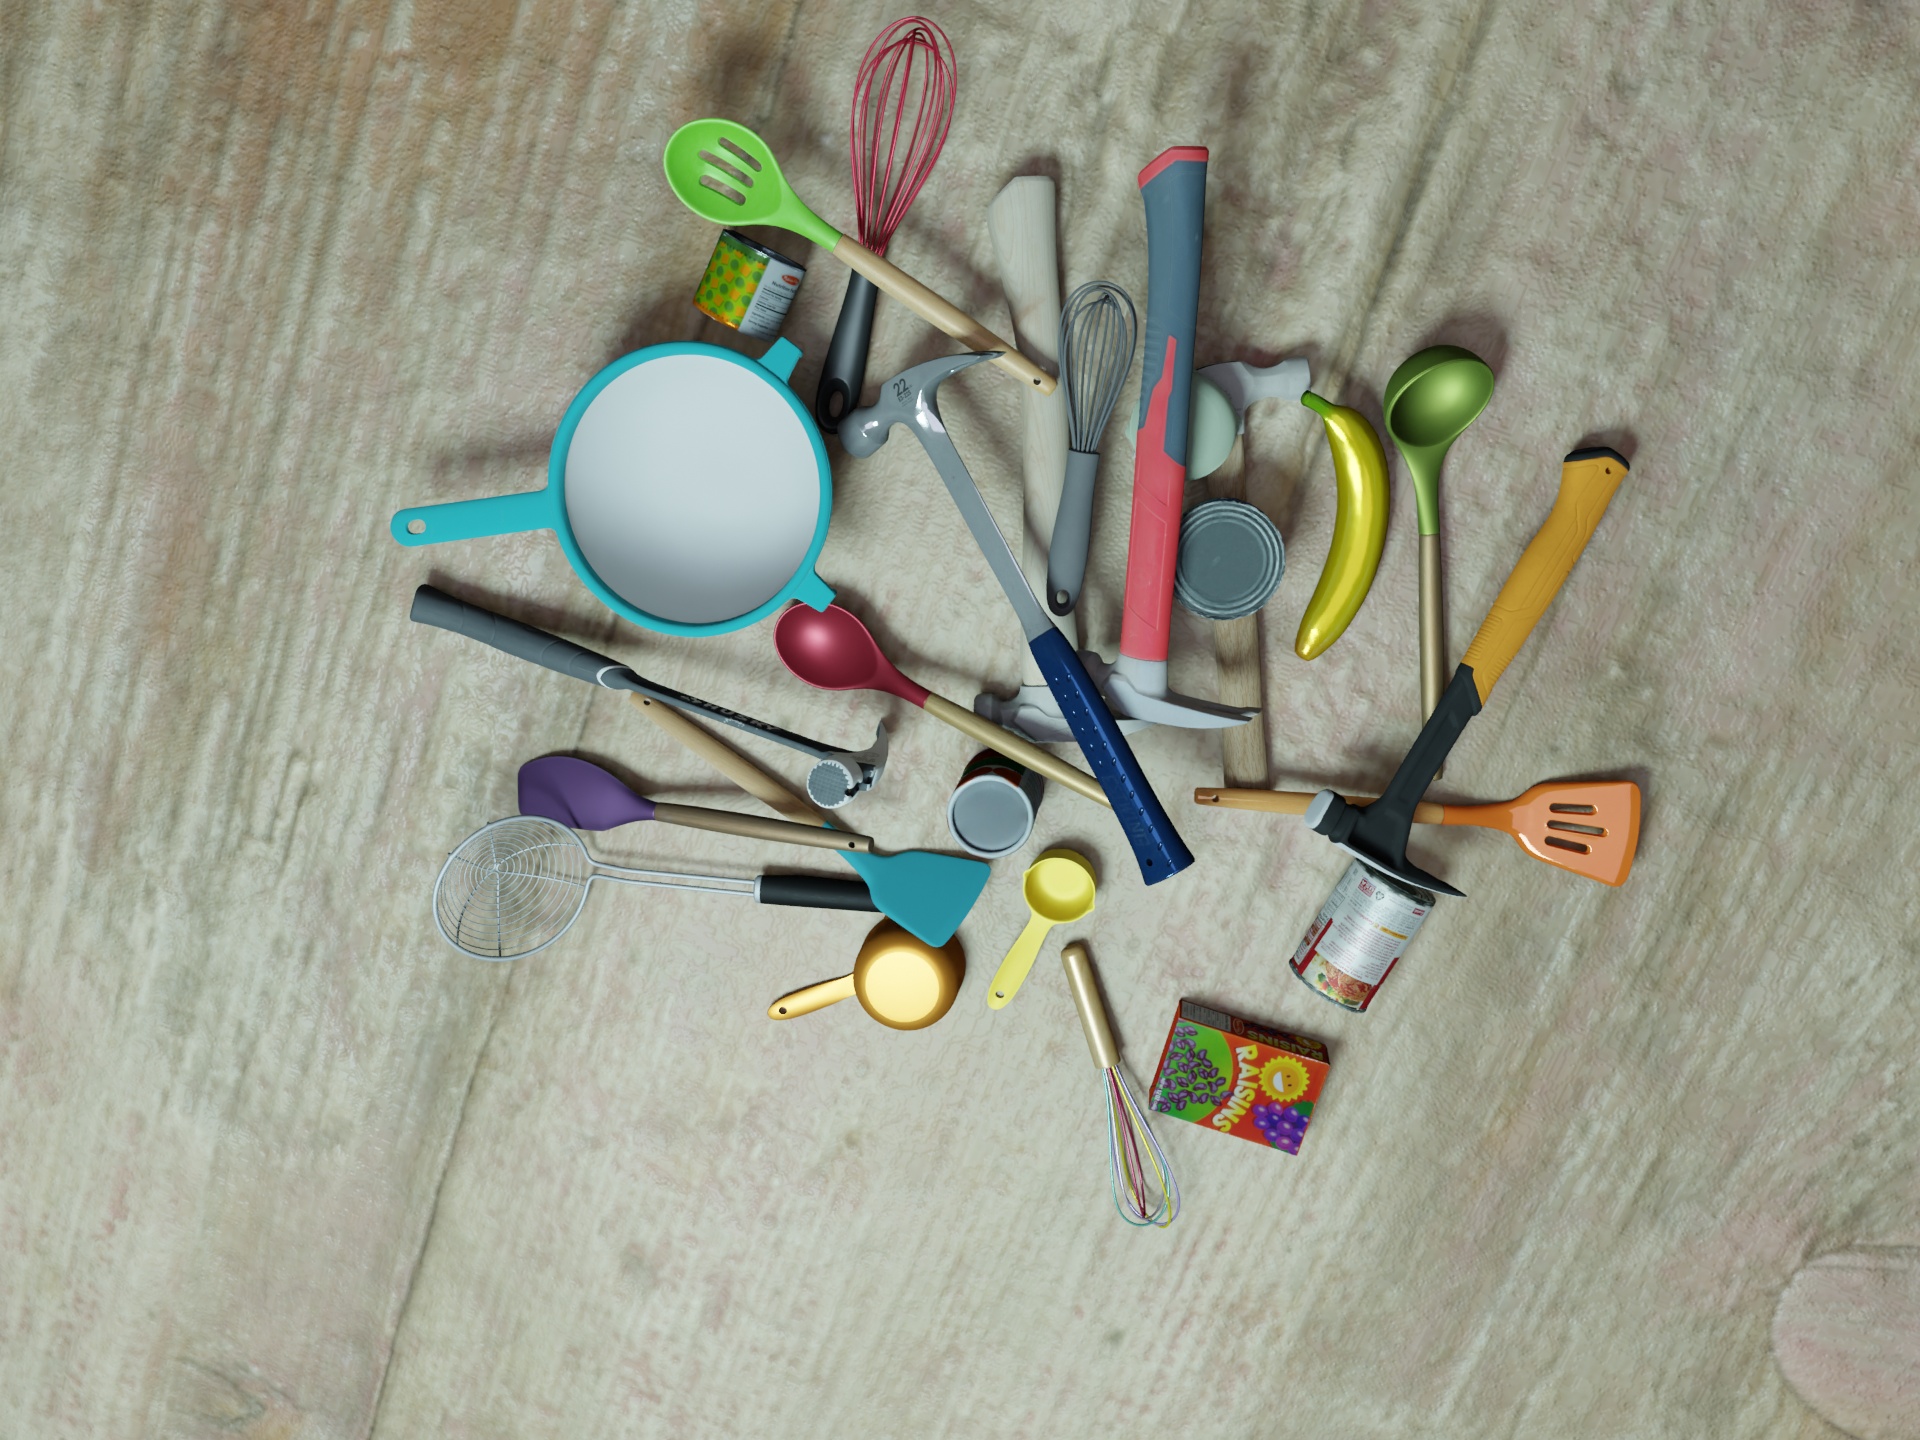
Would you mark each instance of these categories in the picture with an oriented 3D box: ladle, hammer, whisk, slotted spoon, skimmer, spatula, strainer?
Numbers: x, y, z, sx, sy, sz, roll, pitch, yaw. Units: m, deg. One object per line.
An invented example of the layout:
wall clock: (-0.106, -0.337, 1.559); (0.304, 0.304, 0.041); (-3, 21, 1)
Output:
ladle: (0.344, -0.107, 1.144); (0.078, 0.062, 0.320); (-8, 105, -11)
hammer: (0.056, -0.072, 1.126); (0.144, 0.035, 0.405); (-31, 86, 38)
whisk: (-0.062, -0.349, 1.143); (0.073, 0.073, 0.295); (17, 111, 3)
whisk: (0.122, 0.296, 1.276); (0.051, 0.047, 0.245); (-18, 96, 0)
slotted spoon: (-0.065, -0.318, 1.115); (0.313, 0.031, 0.070); (32, 118, -8)
skimmer: (-0.225, 0.142, 1.255); (0.363, 0.090, 0.127); (4, 113, 4)
hammer: (0.200, -0.096, 1.177); (0.130, 0.031, 0.331); (-4, 103, 8)
whisk: (0.085, -0.189, 1.129); (0.055, 0.055, 0.239); (9, 107, 6)
hammer: (0.383, -0.039, 1.135); (0.127, 0.034, 0.337); (29, 95, -8)
spatula: (-0.215, 0.073, 1.250); (0.316, 0.018, 0.059); (8, 104, 19)
hammer: (0.150, -0.183, 1.075); (0.143, 0.038, 0.386); (13, 113, 26)
hammer: (0.072, -0.186, 1.171); (0.146, 0.038, 0.410); (-2, 102, 7)
ladle: (-0.002, -0.004, 1.191); (0.315, 0.031, 0.069); (28, 113, 15)
strainer: (-0.251, -0.165, 1.191); (0.340, 0.095, 0.211); (-6, 99, 11)
spatula: (-0.128, 0.065, 1.251); (0.317, 0.044, 0.082); (34, 62, 2)
hammer: (-0.244, -0.029, 1.219); (0.409, 0.149, 0.036); (20, 105, 12)
spatula: (0.336, 0.069, 1.181); (0.322, 0.041, 0.081); (4, 101, -1)

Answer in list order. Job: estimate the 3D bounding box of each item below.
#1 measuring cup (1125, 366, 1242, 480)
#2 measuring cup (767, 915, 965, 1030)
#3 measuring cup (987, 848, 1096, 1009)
measuring cup: (0.153, -0.251, 1.111); (0.083, 0.038, 0.167); (-3, 101, 9)
measuring cup: (-0.081, 0.218, 1.276); (0.173, 0.052, 0.095); (-21, 100, 10)
measuring cup: (0.059, 0.167, 1.266); (0.062, 0.029, 0.156); (27, 117, 1)
